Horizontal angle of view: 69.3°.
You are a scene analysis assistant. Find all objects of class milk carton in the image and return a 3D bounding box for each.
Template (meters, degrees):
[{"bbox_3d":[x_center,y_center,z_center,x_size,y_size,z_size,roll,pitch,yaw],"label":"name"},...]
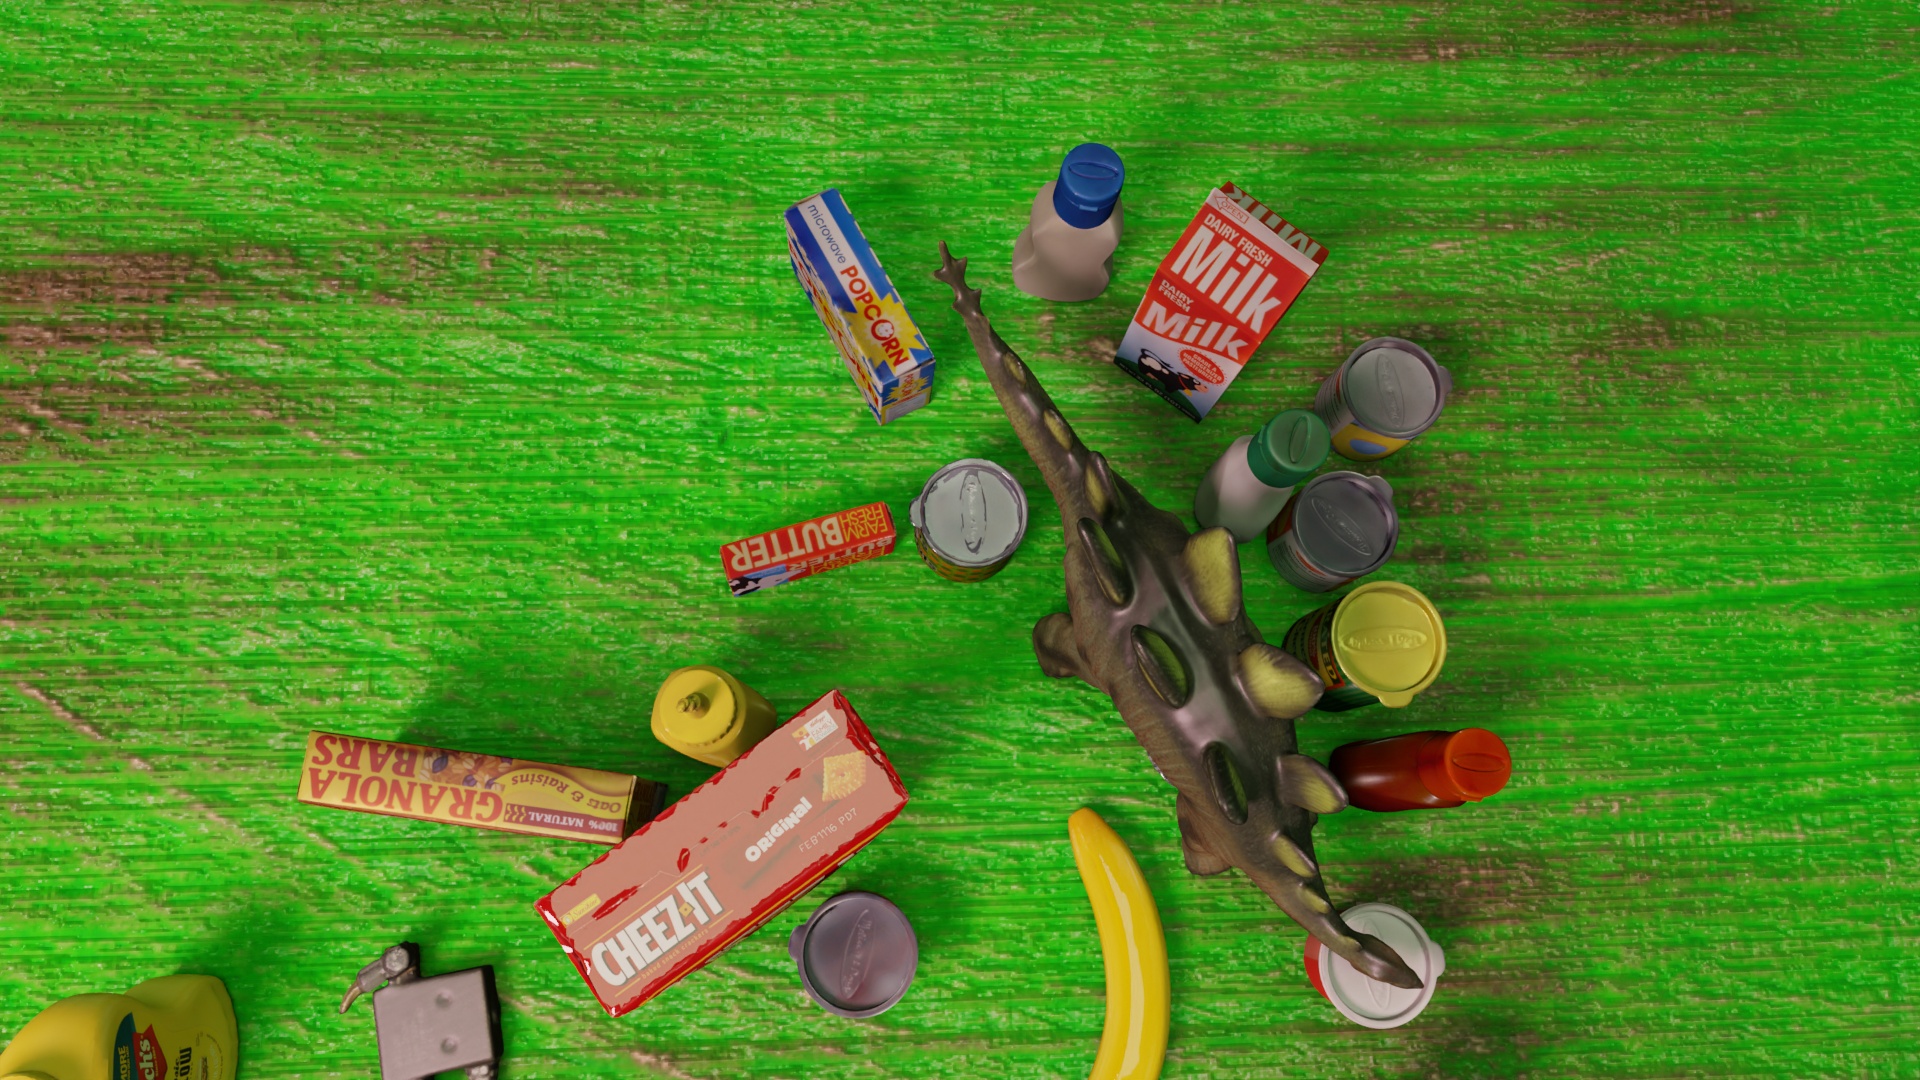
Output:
[{"bbox_3d":[0.153,-0.143,0.818,0.072,0.190,0.073,37,78,4],"label":"milk carton"}]

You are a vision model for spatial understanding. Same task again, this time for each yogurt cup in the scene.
[{"bbox_3d":[0.234,0.244,0.806,0.072,0.054,0.072,1,77,-4],"label":"yogurt cup"}]

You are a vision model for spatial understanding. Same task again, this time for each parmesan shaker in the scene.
[{"bbox_3d":[0.235,0.068,0.821,0.071,0.103,0.071,1,78,-4],"label":"parmesan shaker"}]

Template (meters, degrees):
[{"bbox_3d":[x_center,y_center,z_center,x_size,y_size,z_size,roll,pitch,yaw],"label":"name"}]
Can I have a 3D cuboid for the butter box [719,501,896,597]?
[{"bbox_3d":[-0.091,0.005,0.836,0.104,0.053,0.024,-16,79,-8],"label":"butter box"}]

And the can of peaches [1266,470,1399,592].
[{"bbox_3d":[0.231,-0.006,0.860,0.071,0.058,0.071,1,77,-4],"label":"can of peaches"}]

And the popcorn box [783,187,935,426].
[{"bbox_3d":[-0.062,-0.142,0.855,0.038,0.085,0.127,-28,81,-10],"label":"popcorn box"}]

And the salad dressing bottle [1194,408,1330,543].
[{"bbox_3d":[0.176,-0.038,0.818,0.044,0.147,0.064,18,77,0],"label":"salad dressing bottle"}]

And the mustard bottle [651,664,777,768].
[{"bbox_3d":[-0.136,0.095,0.757,0.065,0.160,0.049,19,77,0],"label":"mustard bottle"}]

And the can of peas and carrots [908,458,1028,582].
[{"bbox_3d":[0.003,-0.011,0.844,0.071,0.058,0.071,1,77,-4],"label":"can of peas and carrots"}]

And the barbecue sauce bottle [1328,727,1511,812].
[{"bbox_3d":[0.261,0.130,0.785,0.065,0.148,0.044,6,77,-3],"label":"barbecue sauce bottle"}]

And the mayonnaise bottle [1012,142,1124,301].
[{"bbox_3d":[0.069,-0.190,0.844,0.065,0.147,0.041,7,77,-3],"label":"mayonnaise bottle"}]

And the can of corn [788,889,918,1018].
[{"bbox_3d":[-0.061,0.231,0.784,0.071,0.058,0.071,1,77,-4],"label":"can of corn"}]

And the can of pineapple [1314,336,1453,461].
[{"bbox_3d":[0.267,-0.088,0.882,0.071,0.057,0.071,1,77,-4],"label":"can of pineapple"}]

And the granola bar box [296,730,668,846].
[{"bbox_3d":[-0.252,0.138,0.756,0.166,0.124,0.039,8,77,-2],"label":"granola bar box"}]

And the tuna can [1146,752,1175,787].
[{"bbox_3d":[0.144,0.120,0.838,0.071,0.032,0.071,1,77,-4],"label":"tuna can"}]
